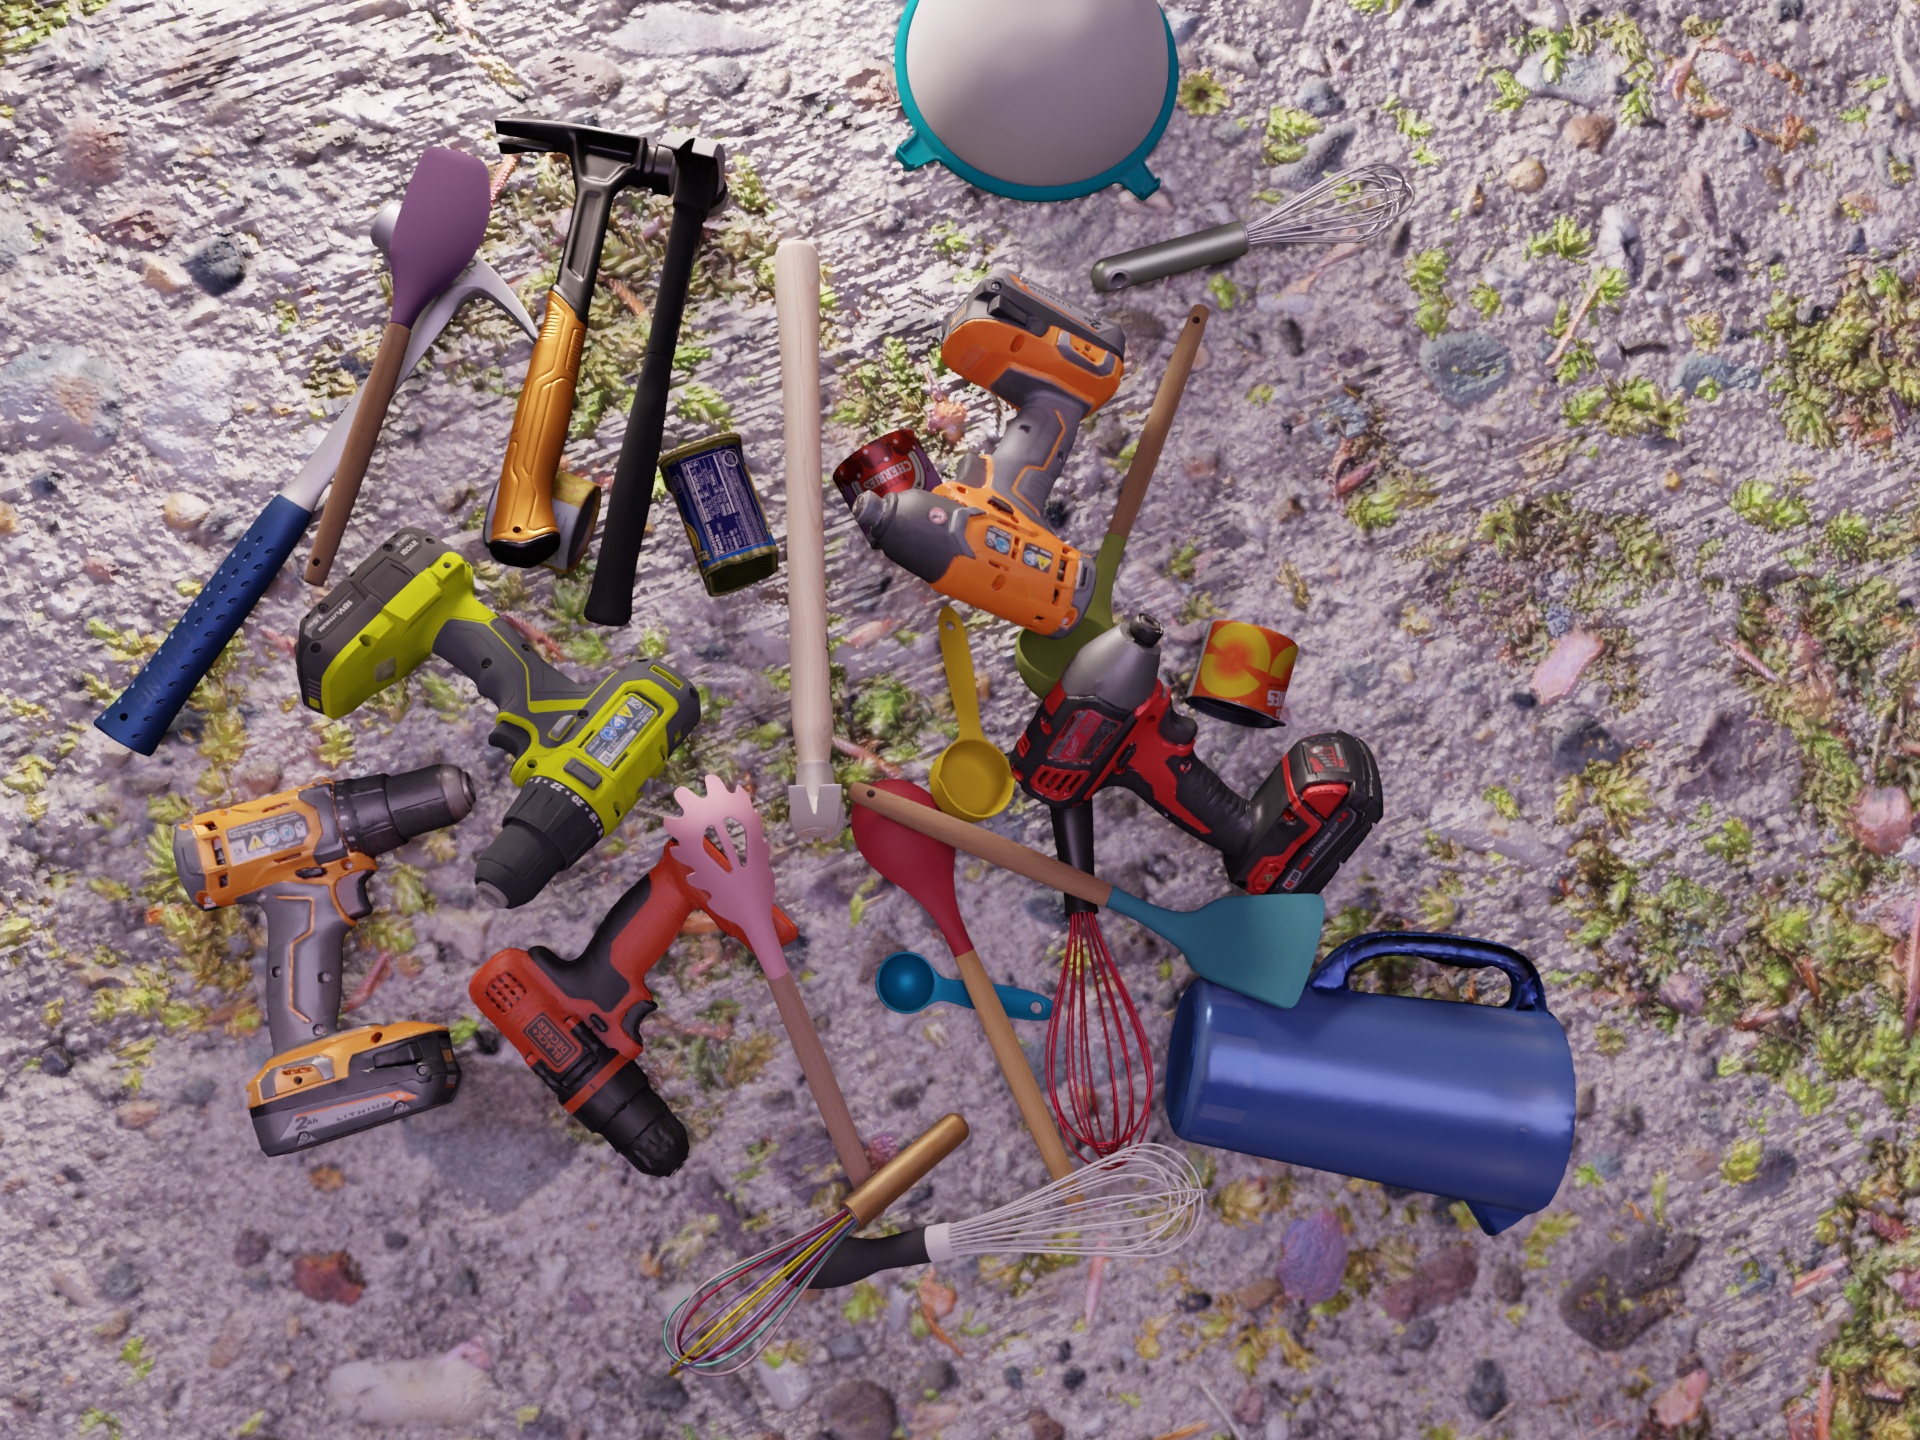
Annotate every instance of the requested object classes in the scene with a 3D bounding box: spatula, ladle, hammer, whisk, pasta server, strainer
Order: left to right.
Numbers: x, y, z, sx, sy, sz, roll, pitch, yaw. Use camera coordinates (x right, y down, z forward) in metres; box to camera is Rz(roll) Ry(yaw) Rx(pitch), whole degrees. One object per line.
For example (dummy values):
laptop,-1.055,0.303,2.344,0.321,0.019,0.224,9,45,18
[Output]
hammer,-0.439,-0.152,1.077,0.144,0.035,0.405,32,81,0
spatula,-0.381,-0.239,1.065,0.060,0.018,0.316,16,81,-2
hammer,-0.275,-0.257,1.064,0.127,0.034,0.337,8,68,-7
hammer,-0.206,-0.228,1.069,0.035,0.146,0.335,12,90,-5
pasta server,-0.109,0.184,1.022,0.060,0.040,0.316,-24,106,-16
hammer,-0.103,-0.130,1.059,0.038,0.146,0.411,-2,78,-5
whisk,-0.088,0.328,1.006,0.245,0.047,0.051,-34,43,-32
ladle,0.012,0.180,1.061,0.069,0.031,0.315,-22,81,-23
whisk,0.019,0.328,1.016,0.284,0.070,0.070,-15,84,13
strainer,0.066,-0.550,1.139,0.211,0.095,0.340,6,84,-4
spatula,0.075,0.099,1.037,0.317,0.044,0.082,22,63,4
whisk,0.084,0.150,1.071,0.073,0.073,0.296,-4,76,-5
ladle,0.119,-0.156,1.113,0.078,0.062,0.320,20,79,6
whisk,0.212,-0.354,1.155,0.246,0.057,0.059,-17,50,-4

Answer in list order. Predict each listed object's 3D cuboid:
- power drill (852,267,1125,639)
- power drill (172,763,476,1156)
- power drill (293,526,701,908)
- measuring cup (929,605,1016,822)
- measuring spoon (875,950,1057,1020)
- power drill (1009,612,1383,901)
power drill,0.021,-0.181,1.053,0.164,0.084,0.227,21,65,-21
power drill,-0.386,0.144,1.024,0.185,0.084,0.226,-17,80,-8
power drill,-0.307,-0.002,1.022,0.228,0.080,0.191,34,56,2
measuring cup,-0.002,-0.004,1.100,0.062,0.029,0.157,1,68,-28
measuring spoon,0.003,0.187,1.081,0.128,0.021,0.042,13,69,-12
power drill,0.157,0.024,1.039,0.219,0.079,0.143,25,120,-11
